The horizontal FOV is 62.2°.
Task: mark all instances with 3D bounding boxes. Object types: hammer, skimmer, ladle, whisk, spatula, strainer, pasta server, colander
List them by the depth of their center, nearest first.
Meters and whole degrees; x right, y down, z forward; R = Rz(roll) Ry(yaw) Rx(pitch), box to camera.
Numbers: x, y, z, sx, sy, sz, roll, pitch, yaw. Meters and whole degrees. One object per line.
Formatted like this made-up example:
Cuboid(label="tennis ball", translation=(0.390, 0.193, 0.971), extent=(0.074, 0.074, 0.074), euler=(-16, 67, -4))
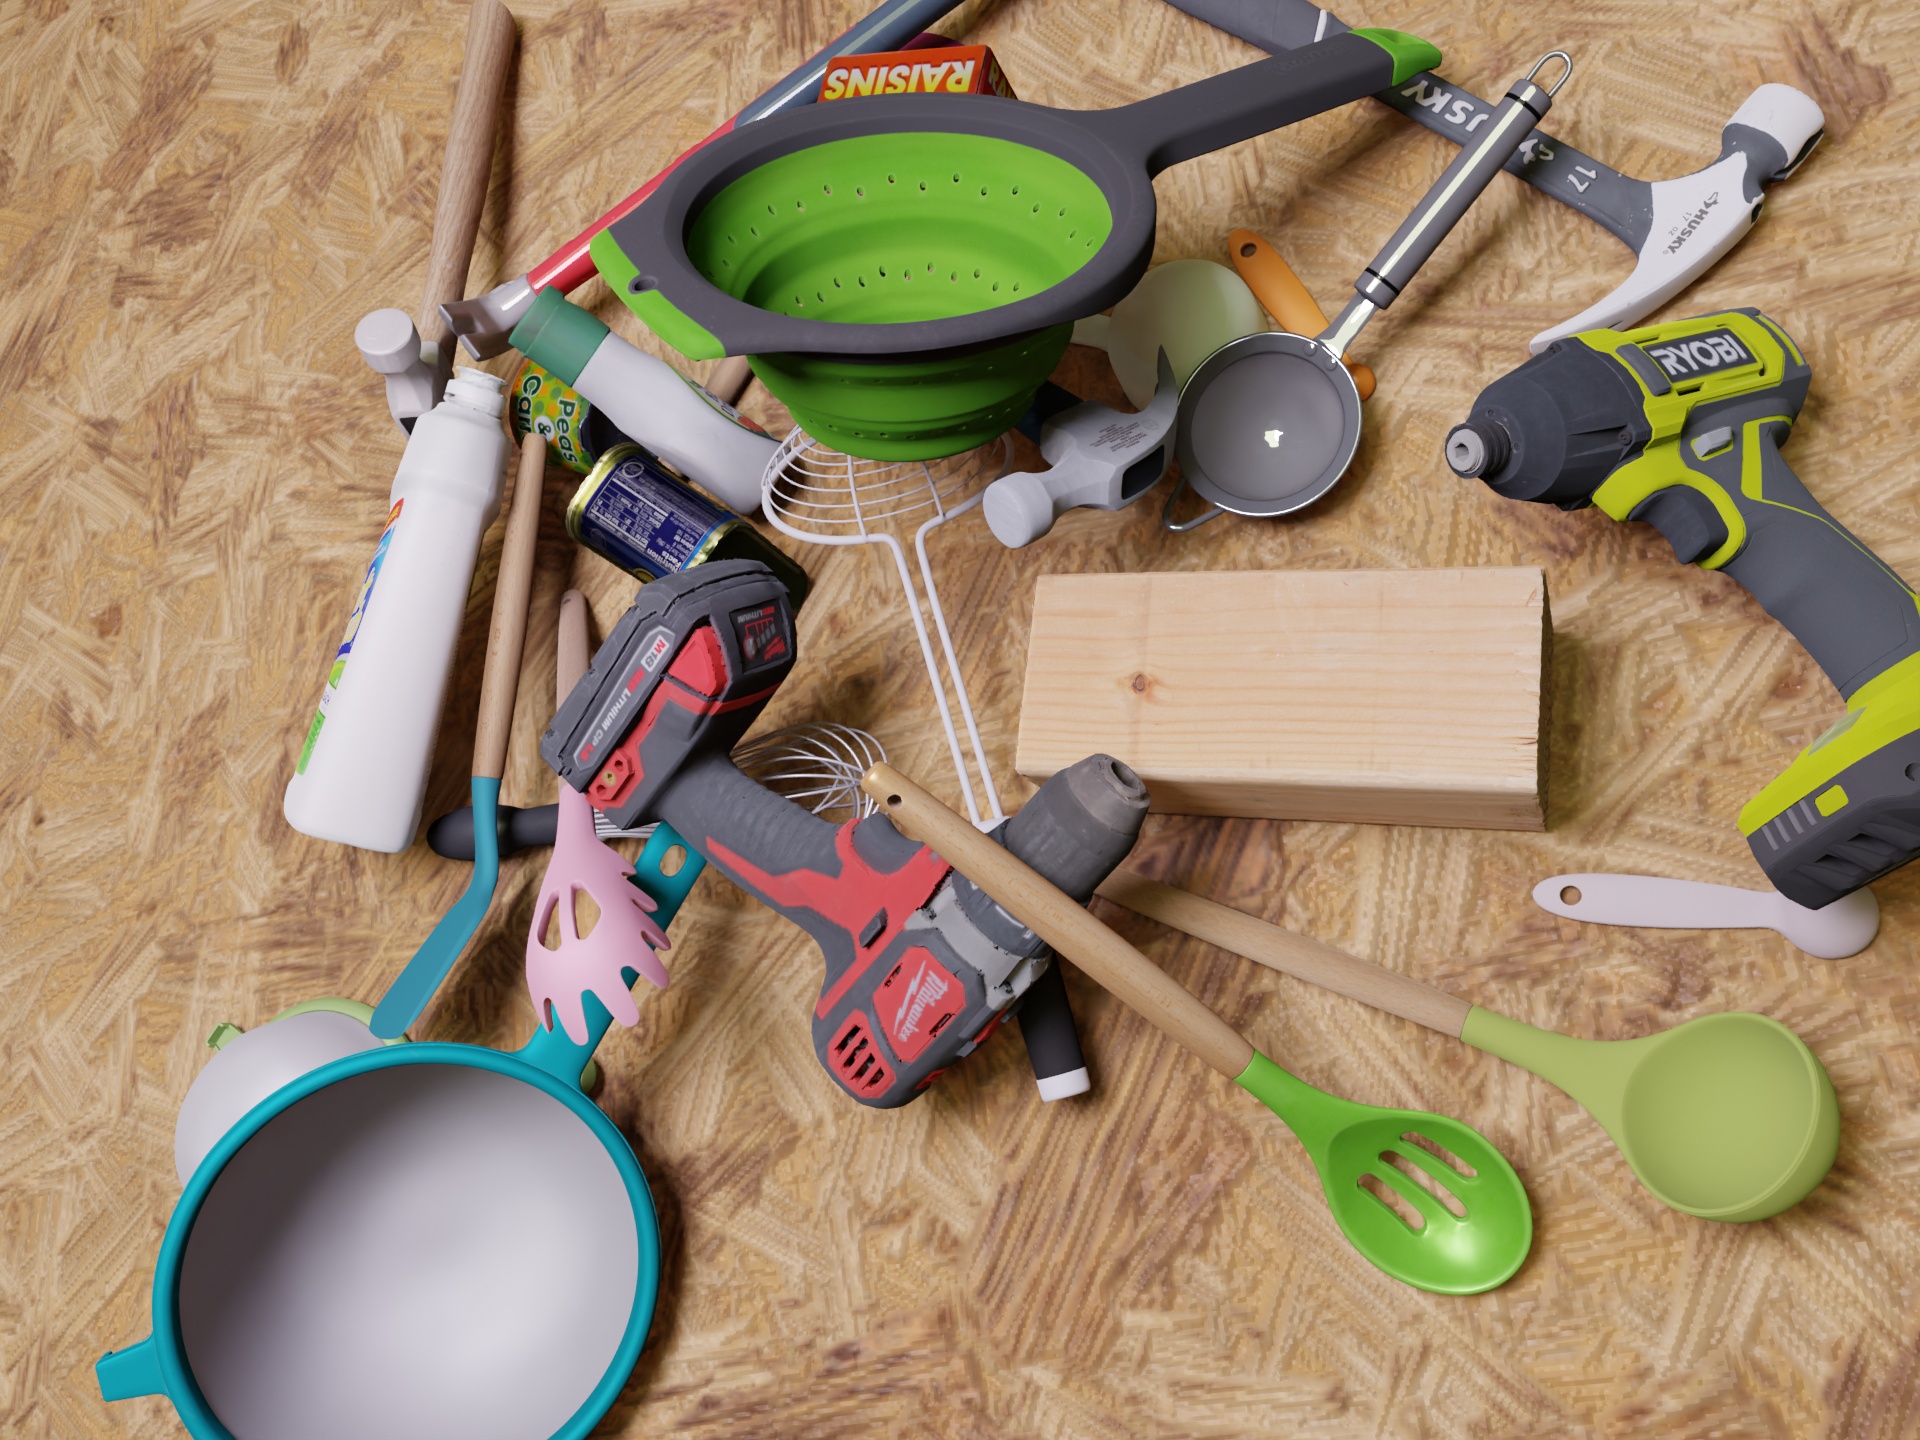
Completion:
Cuboid(label="ladle", translation=(0.177, 0.108, 0.640), extent=(0.320, 0.062, 0.078), euler=(20, 75, 29))
Cuboid(label="colander", translation=(0.046, -0.206, 0.687), extent=(0.397, 0.094, 0.205), euler=(-25, 49, -20))
Cuboid(label="strainer", translation=(0.181, -0.184, 0.709), extent=(0.087, 0.050, 0.258), euler=(44, 106, 20))
Cuboid(label="strainer", translation=(-0.218, 0.192, 0.745), extent=(0.211, 0.095, 0.340), euler=(33, 80, -15))
Cuboid(label="skimmer", translation=(-0.001, -0.002, 0.752), extent=(0.127, 0.090, 0.363), euler=(-16, 77, -2))
Cuboid(label="pasta server", translation=(-0.180, 0.025, 0.756), extent=(0.060, 0.040, 0.317), euler=(-21, 36, 1))
Cuboid(label="hammer", translation=(0.186, -0.316, 0.771), extent=(0.409, 0.036, 0.149), euler=(42, 94, 28))
Cuboid(label="hammer", translation=(-0.023, -0.191, 0.772), extent=(0.128, 0.033, 0.331), euler=(-27, 49, -26))
Cuboid(label="whisk", translation=(-0.161, 0.048, 0.801), extent=(0.284, 0.070, 0.070), euler=(-8, 72, 26))
Cuboid(label="strainer", translation=(-0.308, 0.203, 0.807), extent=(0.256, 0.069, 0.152), euler=(-17, 69, 19))
Cuboid(label="spatula", translation=(-0.248, 0.002, 0.809), extent=(0.082, 0.044, 0.318), euler=(-13, 69, 59))
Cuboid(label="hammer", translation=(-0.110, -0.316, 0.847), extent=(0.386, 0.143, 0.038), euler=(-34, 105, 9))
Cuboid(label="hammer", translation=(-0.294, -0.300, 0.938), extent=(0.031, 0.130, 0.332), euler=(-1, 62, 1))

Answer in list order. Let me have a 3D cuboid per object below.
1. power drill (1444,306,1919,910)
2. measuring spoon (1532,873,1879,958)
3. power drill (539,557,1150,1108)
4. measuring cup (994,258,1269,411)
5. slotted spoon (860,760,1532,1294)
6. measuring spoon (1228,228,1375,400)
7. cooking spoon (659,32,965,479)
Cuboid(label="power drill", translation=(0.292, -0.052, 0.588), extent=(0.171, 0.080, 0.223), euler=(-17, 65, -27))
Cuboid(label="measuring spoon", translation=(0.289, 0.071, 0.622), extent=(0.124, 0.018, 0.034), euler=(1, 76, 24))
Cuboid(label="power drill", translation=(-0.047, 0.031, 0.666), extent=(0.227, 0.080, 0.188), euler=(44, 116, 9))
Cuboid(label="measuring cup", translation=(0.069, -0.199, 0.782), extent=(0.168, 0.038, 0.083), euler=(20, 83, 24))
Cuboid(label="slotted spoon", translation=(0.089, 0.114, 0.608), extent=(0.313, 0.031, 0.070), euler=(38, 108, -6))
Cuboid(label="measuring spoon", translation=(0.160, -0.196, 0.759), extent=(0.021, 0.011, 0.117), euler=(-34, 65, 10))
Cuboid(label="cooking spoon", translation=(-0.092, -0.246, 0.876), extent=(0.069, 0.017, 0.319), euler=(30, 87, 27))
